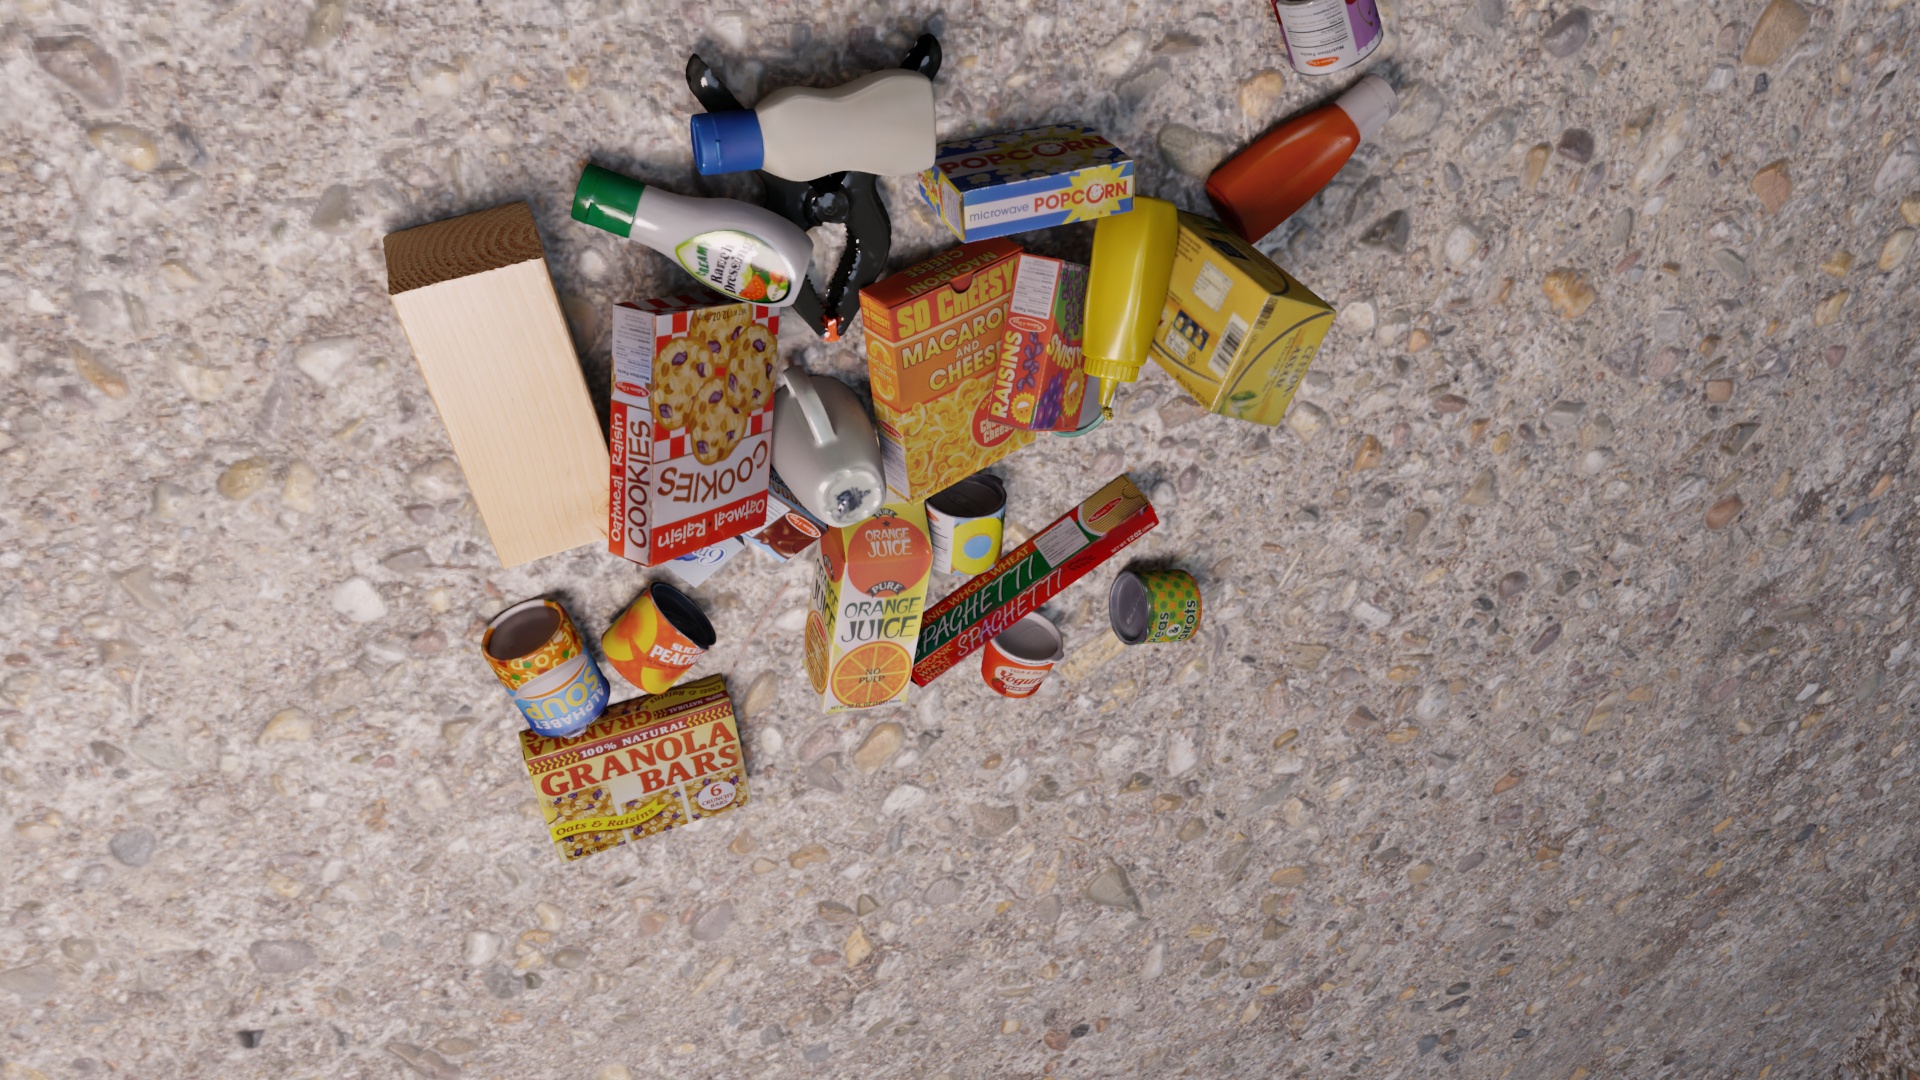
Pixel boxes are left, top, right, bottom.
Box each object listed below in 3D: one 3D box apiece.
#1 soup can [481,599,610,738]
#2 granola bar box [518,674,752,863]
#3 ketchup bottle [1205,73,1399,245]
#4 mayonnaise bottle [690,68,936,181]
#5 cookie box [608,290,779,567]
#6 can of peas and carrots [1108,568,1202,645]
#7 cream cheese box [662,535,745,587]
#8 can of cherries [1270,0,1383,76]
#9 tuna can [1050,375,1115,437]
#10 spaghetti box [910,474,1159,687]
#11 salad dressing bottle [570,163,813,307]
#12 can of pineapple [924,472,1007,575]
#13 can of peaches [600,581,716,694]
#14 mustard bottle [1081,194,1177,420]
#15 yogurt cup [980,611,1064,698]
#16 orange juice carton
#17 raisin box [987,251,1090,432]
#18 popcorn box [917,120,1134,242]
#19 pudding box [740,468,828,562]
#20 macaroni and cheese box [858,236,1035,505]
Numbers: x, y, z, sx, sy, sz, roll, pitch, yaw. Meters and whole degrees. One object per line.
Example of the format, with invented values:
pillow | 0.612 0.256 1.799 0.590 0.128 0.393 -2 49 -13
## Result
soup can | -0.307 0.096 1.032 0.071 0.071 0.083 -24 130 -8
granola bar box | -0.262 0.188 1.141 0.166 0.039 0.123 -16 129 -15
ketchup bottle | 0.258 -0.289 1.039 0.149 0.044 0.064 -37 133 3
mayonnaise bottle | -0.090 -0.252 0.857 0.148 0.041 0.064 -11 121 -17
cookie box | -0.176 -0.078 0.924 0.123 0.040 0.166 -25 126 -56
can of peas and carrots | 0.174 0.060 1.235 0.059 0.071 0.070 -2 124 -25
cream cheese box | -0.214 -0.012 1.029 0.053 0.024 0.103 -40 130 8
can of cherries | 0.255 -0.369 0.967 0.071 0.072 0.058 -34 130 1
tuna can | 0.084 -0.115 1.089 0.071 0.033 0.070 -13 128 -17
spaghetti box | 0.051 0.034 1.171 0.250 0.050 0.028 -35 130 2
salad dressing bottle | -0.169 -0.195 0.880 0.148 0.044 0.064 18 139 -13
can of pineapple | 0.004 -0.014 1.103 0.071 0.071 0.057 -10 128 -19
can of peaches | -0.228 0.076 1.055 0.058 0.071 0.071 -43 130 10
mustard bottle | 0.115 -0.165 0.992 0.065 0.049 0.160 -6 109 -58
yogurt cup | 0.050 0.100 1.211 0.072 0.073 0.053 -2 132 -24
orange juice carton | -0.074 0.040 1.100 0.072 0.073 0.191 -4 124 -23
raisin box | 0.065 -0.142 1.009 0.086 0.040 0.123 -11 114 -62
popcorn box | 0.044 -0.245 0.941 0.127 0.085 0.038 -14 127 -15
pudding box | -0.145 -0.023 1.042 0.049 0.030 0.083 -35 132 21
macaroni and cheese box | -0.005 -0.124 1.014 0.124 0.040 0.165 -30 134 -28
